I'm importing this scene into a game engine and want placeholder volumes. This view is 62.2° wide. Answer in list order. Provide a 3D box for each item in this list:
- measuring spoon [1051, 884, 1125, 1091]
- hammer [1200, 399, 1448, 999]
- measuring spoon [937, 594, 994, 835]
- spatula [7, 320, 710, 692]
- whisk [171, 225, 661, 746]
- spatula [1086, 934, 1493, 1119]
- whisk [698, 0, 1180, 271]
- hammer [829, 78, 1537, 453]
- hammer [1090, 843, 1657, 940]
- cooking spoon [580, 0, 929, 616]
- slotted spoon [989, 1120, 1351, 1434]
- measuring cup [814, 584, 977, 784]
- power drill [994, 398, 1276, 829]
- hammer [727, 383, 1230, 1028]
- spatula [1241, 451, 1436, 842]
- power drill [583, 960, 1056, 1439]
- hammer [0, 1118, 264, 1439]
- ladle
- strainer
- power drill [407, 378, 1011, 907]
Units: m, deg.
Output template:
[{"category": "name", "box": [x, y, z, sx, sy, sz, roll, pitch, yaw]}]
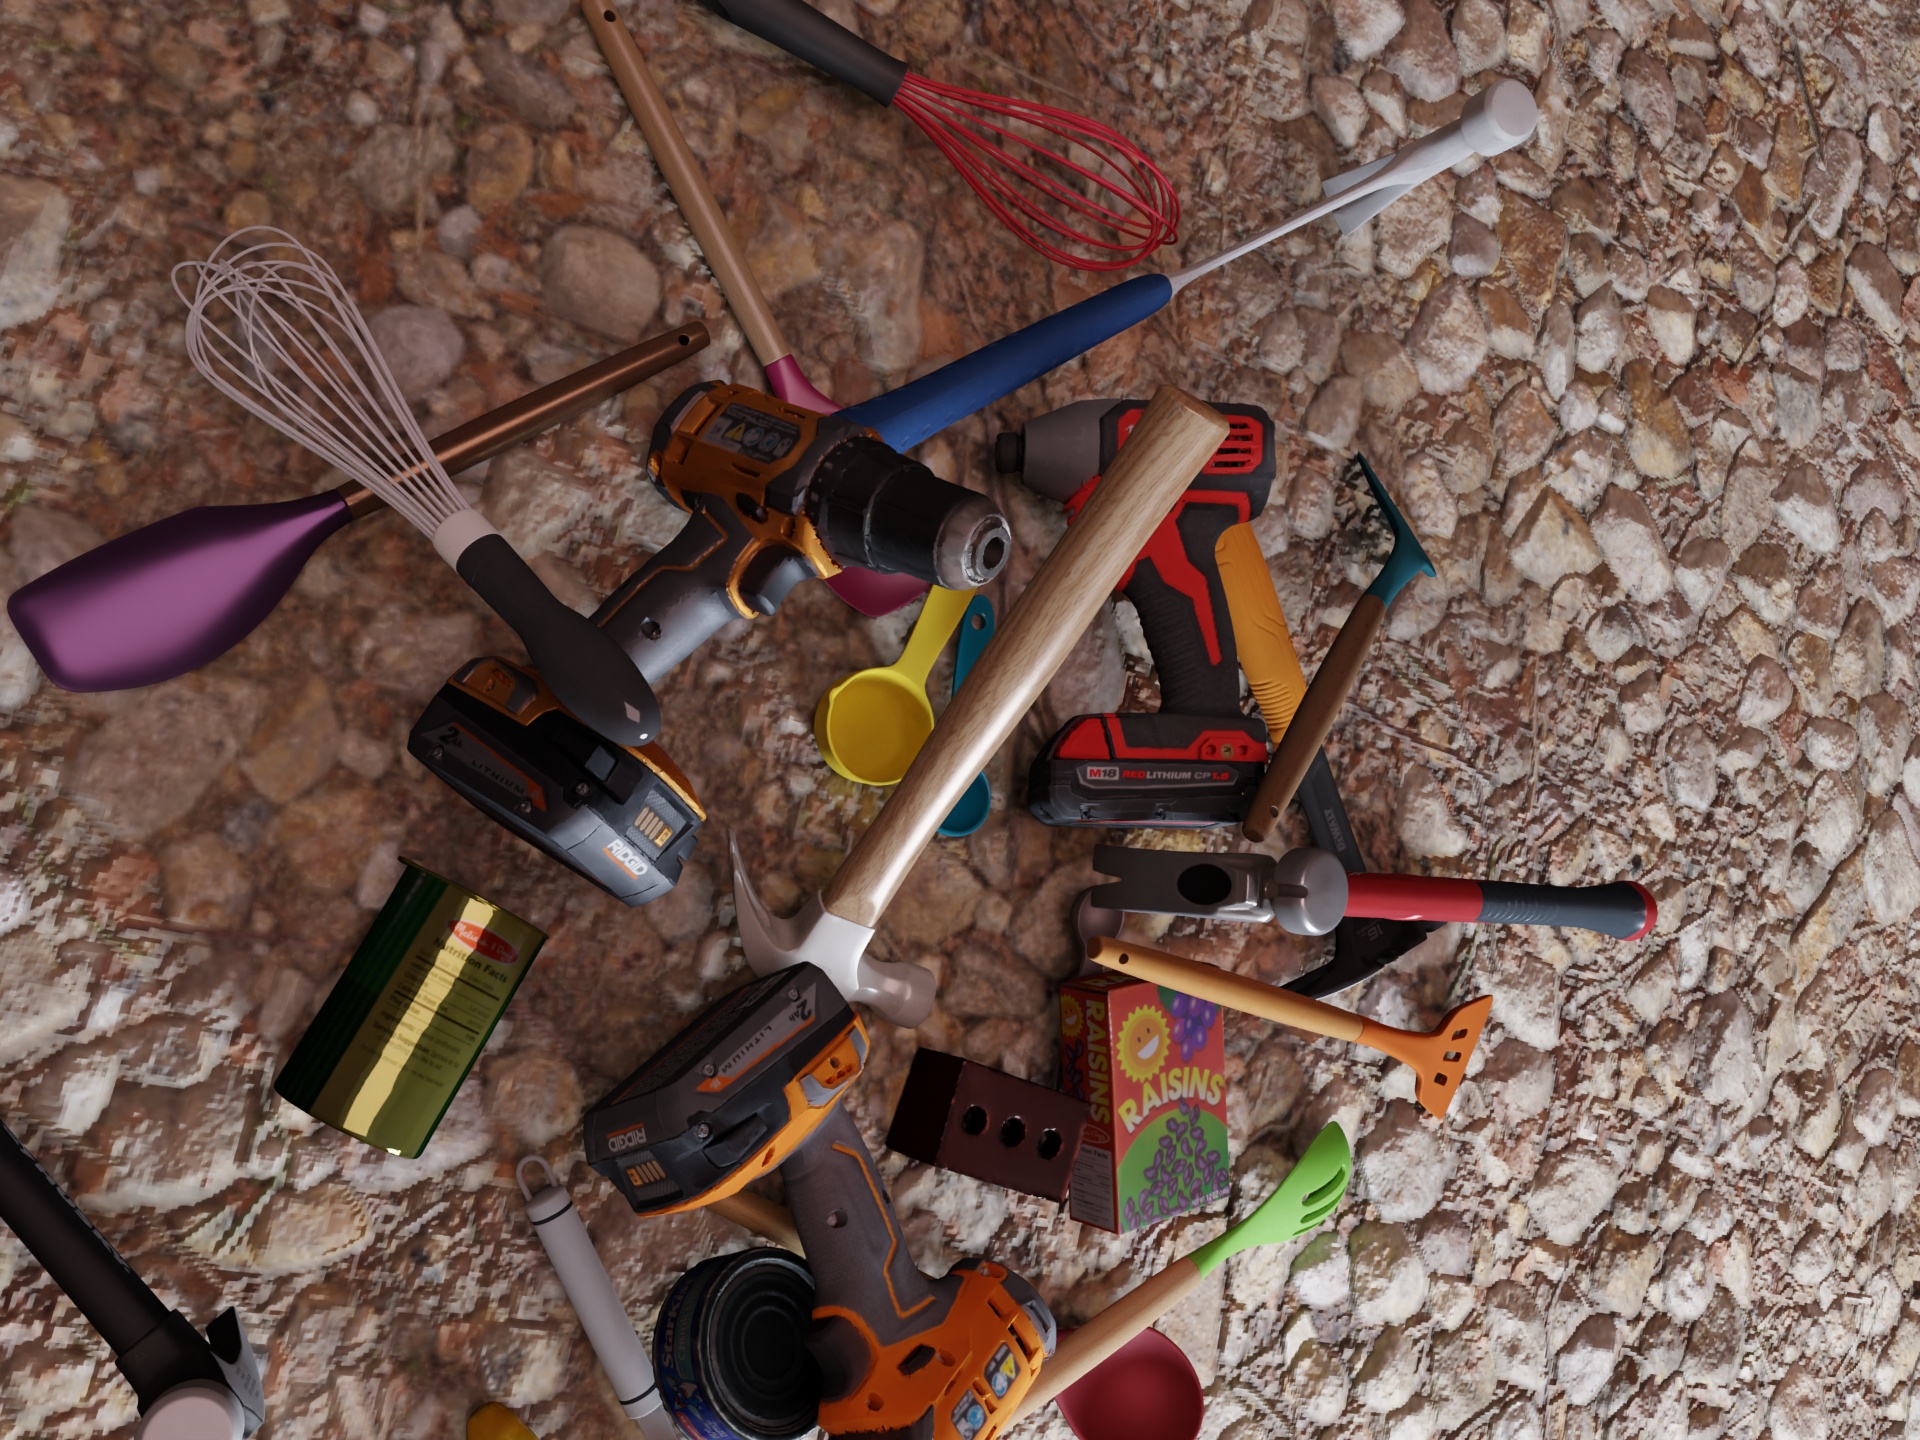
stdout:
[{"category": "measuring spoon", "box": [0.060, 0.146, 0.832, 0.034, 0.018, 0.124, 13, 88, -39]}, {"category": "hammer", "box": [0.173, -0.013, 0.886, 0.127, 0.034, 0.337, -24, 98, -27]}, {"category": "measuring spoon", "box": [-0.001, -0.003, 0.810, 0.042, 0.021, 0.129, 18, 70, -26]}, {"category": "spatula", "box": [-0.241, -0.102, 0.687, 0.316, 0.018, 0.059, -34, 103, -24]}, {"category": "whisk", "box": [-0.213, -0.090, 0.621, 0.070, 0.070, 0.285, -38, 75, -24]}, {"category": "spatula", "box": [0.187, 0.156, 0.851, 0.322, 0.041, 0.081, 21, 92, -32]}, {"category": "whisk", "box": [-0.015, -0.307, 0.796, 0.295, 0.073, 0.073, 24, 77, -19]}, {"category": "hammer", "box": [0.108, -0.224, 0.822, 0.405, 0.144, 0.035, -30, 99, -20]}, {"category": "hammer", "box": [0.247, 0.095, 0.858, 0.386, 0.143, 0.038, 8, 83, -40]}, {"category": "cooking spoon", "box": [-0.100, -0.197, 0.765, 0.069, 0.017, 0.318, -31, 102, -21]}, {"category": "slotted spoon", "box": [0.099, 0.293, 0.805, 0.313, 0.031, 0.070, -23, 132, -32]}, {"category": "measuring cup", "box": [-0.023, -0.039, 0.790, 0.062, 0.029, 0.156, 34, 72, -23]}, {"category": "power drill", "box": [0.087, -0.057, 0.809, 0.143, 0.078, 0.220, 2, 83, -4]}, {"category": "hammer", "box": [0.006, -0.002, 0.699, 0.130, 0.031, 0.331, 24, 112, -27]}, {"category": "spatula", "box": [0.201, -0.041, 0.838, 0.082, 0.044, 0.318, 52, 47, -17]}, {"category": "power drill", "box": [-0.062, 0.238, 0.682, 0.226, 0.084, 0.164, 59, 39, -6]}, {"category": "hammer", "box": [-0.366, 0.129, 0.567, 0.035, 0.146, 0.335, -40, 93, -24]}, {"category": "ladle", "box": [-0.007, 0.287, 0.780, 0.315, 0.031, 0.069, 33, 63, -20]}, {"category": "strainer", "box": [-0.139, 0.309, 0.705, 0.087, 0.050, 0.258, -25, 95, -12]}, {"category": "power drill", "box": [-0.100, -0.036, 0.668, 0.226, 0.185, 0.084, -55, 145, -16]}]
